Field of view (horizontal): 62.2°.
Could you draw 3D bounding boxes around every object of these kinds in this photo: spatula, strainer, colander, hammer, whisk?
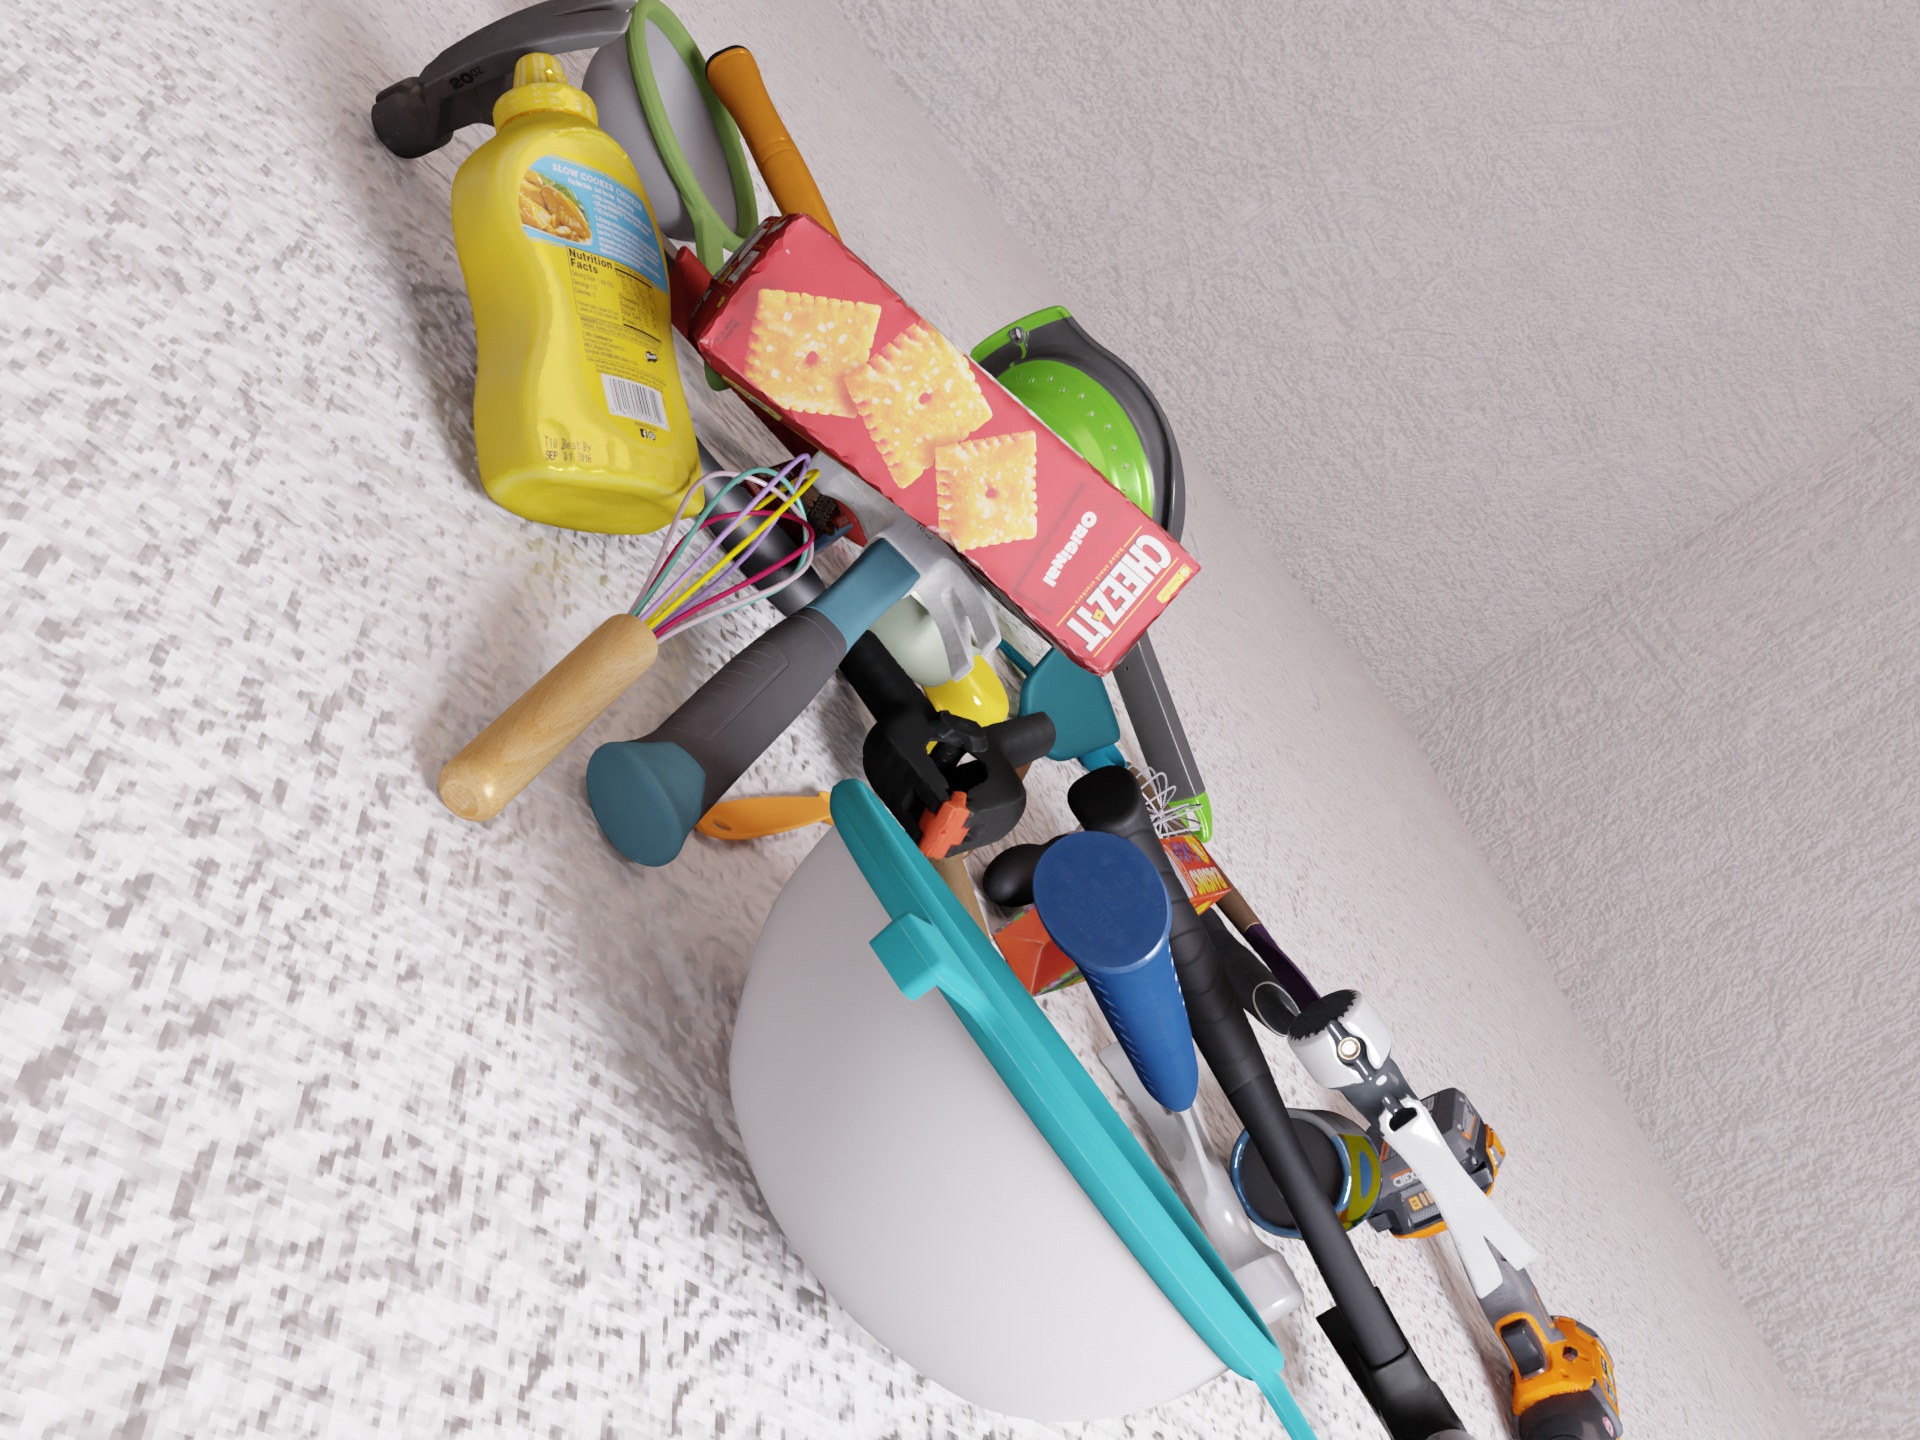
[{"bbox_3d":[0.041,0.019,0.913,0.317,0.044,0.082,-49,118,-71],"label":"spatula"},{"bbox_3d":[-0.019,0.115,0.534,0.211,0.095,0.340,54,-4,-16],"label":"strainer"},{"bbox_3d":[0.079,-0.084,1.120,0.094,0.204,0.397,-25,97,-39],"label":"colander"},{"bbox_3d":[0.133,0.172,0.702,0.335,0.035,0.146,63,-1,-4],"label":"hammer"},{"bbox_3d":[0.174,0.158,0.825,0.149,0.036,0.409,53,0,-6],"label":"hammer"},{"bbox_3d":[-0.115,-0.199,0.800,0.358,0.149,0.037,45,47,-47],"label":"hammer"},{"bbox_3d":[-0.173,-0.293,0.924,0.151,0.069,0.257,46,31,-64],"label":"strainer"},{"bbox_3d":[0.173,0.117,1.011,0.316,0.018,0.059,56,-5,50],"label":"spatula"},{"bbox_3d":[0.073,0.070,0.896,0.070,0.070,0.284,58,23,10],"label":"whisk"},{"bbox_3d":[0.076,0.133,0.599,0.144,0.035,0.405,62,-2,30],"label":"hammer"},{"bbox_3d":[-0.107,-0.035,0.561,0.245,0.047,0.051,-57,145,-54],"label":"whisk"},{"bbox_3d":[-0.129,-0.124,0.730,0.238,0.055,0.055,50,17,-29],"label":"whisk"},{"bbox_3d":[-0.073,-0.255,0.906,0.337,0.034,0.127,64,2,16],"label":"hammer"},{"bbox_3d":[-0.065,-0.032,0.664,0.128,0.033,0.331,45,27,-5],"label":"hammer"}]

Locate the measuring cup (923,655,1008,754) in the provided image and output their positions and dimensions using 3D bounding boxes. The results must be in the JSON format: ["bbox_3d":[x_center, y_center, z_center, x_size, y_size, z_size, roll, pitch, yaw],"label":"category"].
[{"bbox_3d":[-0.001,-0.003,0.864,0.062,0.029,0.156,51,16,-10],"label":"measuring cup"}]

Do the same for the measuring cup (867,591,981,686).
[{"bbox_3d":[-0.032,-0.059,0.892,0.083,0.038,0.168,41,6,-11],"label":"measuring cup"}]

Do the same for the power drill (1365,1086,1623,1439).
[{"bbox_3d":[0.340,0.363,1.005,0.226,0.084,0.164,61,18,6],"label":"power drill"}]

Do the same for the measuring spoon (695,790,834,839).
[{"bbox_3d":[-0.073,0.040,0.632,0.021,0.011,0.117,36,15,18],"label":"measuring spoon"}]

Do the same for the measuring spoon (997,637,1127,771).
[{"bbox_3d":[0.061,-0.007,1.074,0.128,0.021,0.042,46,18,1],"label":"measuring spoon"}]

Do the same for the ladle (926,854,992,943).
[{"bbox_3d":[0.023,0.111,0.677,0.078,0.062,0.321,57,8,-44],"label":"ladle"}]
